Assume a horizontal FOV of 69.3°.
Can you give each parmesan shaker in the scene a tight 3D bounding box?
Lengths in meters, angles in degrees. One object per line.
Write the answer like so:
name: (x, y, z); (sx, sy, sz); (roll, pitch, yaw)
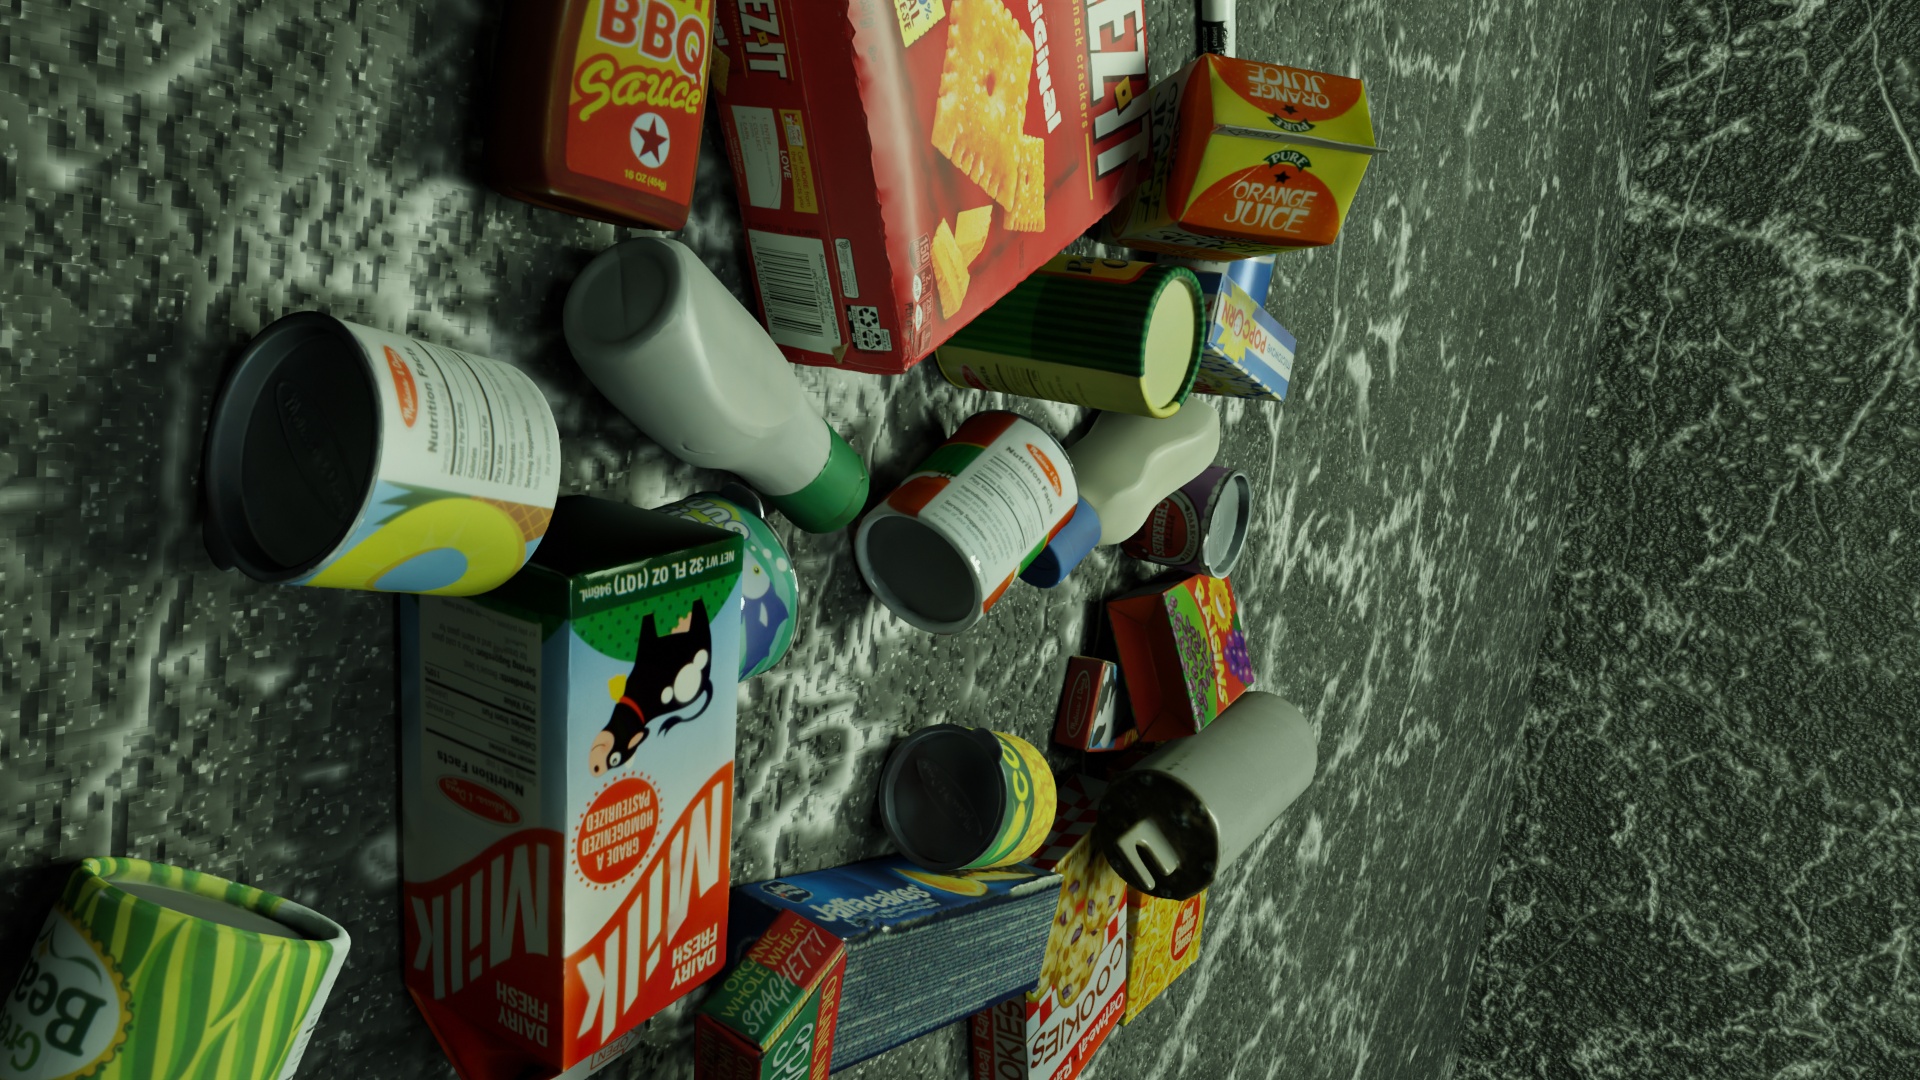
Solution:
parmesan shaker: (0.049, -0.093, 0.614); (0.071, 0.103, 0.071); (-29, 125, -52)

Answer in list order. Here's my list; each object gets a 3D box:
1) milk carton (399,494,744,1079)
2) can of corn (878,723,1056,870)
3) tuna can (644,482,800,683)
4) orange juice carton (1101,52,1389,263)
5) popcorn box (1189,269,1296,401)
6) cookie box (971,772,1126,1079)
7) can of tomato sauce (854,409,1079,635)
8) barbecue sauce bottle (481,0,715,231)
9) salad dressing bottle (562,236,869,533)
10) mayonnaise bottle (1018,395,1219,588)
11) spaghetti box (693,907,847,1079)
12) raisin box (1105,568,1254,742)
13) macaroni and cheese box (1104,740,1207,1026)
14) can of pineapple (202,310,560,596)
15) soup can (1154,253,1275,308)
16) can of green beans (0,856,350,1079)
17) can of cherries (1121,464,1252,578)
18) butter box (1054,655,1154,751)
milk carton: (-0.120, 0.088, 0.430); (0.072, 0.073, 0.190); (-16, 115, -57)
can of corn: (0.006, 0.120, 0.656); (0.058, 0.071, 0.071); (22, 82, -60)
tuna can: (-0.088, 0.017, 0.462); (0.033, 0.071, 0.070); (-24, 122, -53)
orange juice carton: (0.125, -0.173, 0.639); (0.193, 0.072, 0.073); (-131, -132, -79)
popcorn box: (0.118, -0.109, 0.739); (0.127, 0.085, 0.038); (16, 86, -59)
cookie box: (0.053, 0.239, 0.807); (0.123, 0.040, 0.166); (-32, 127, -51)
can of tomato sauce: (0.002, -0.008, 0.607); (0.083, 0.071, 0.070); (-46, 137, -41)
barbecue sauce bottle: (-0.097, -0.168, 0.401); (0.065, 0.044, 0.148); (2, 99, -59)
salad dressing bottle: (-0.076, -0.046, 0.477); (0.147, 0.044, 0.064); (48, 26, -59)
mayonnaise bottle: (0.077, -0.030, 0.728); (0.149, 0.065, 0.041); (-43, 139, -38)
spaghetti box: (-0.076, 0.231, 0.530); (0.050, 0.029, 0.248); (-45, 155, -43)
raisin box: (0.136, 0.064, 0.843); (0.124, 0.040, 0.086); (-18, 94, -61)
macaroni and cheese box: (0.130, 0.218, 0.926); (0.124, 0.040, 0.166); (-11, 110, -58)
can of pineapple: (-0.148, -0.019, 0.355); (0.058, 0.071, 0.071); (12, 91, -60)
soup can: (0.146, -0.166, 0.783); (0.071, 0.071, 0.084); (18, 85, -59)
can of green beans: (-0.190, 0.113, 0.331); (0.071, 0.071, 0.058); (40, 67, -57)
can of cherries: (0.134, -0.015, 0.827); (0.072, 0.058, 0.071); (-31, 128, -51)
butter box: (0.093, 0.099, 0.835); (0.103, 0.024, 0.053); (15, 87, -60)
